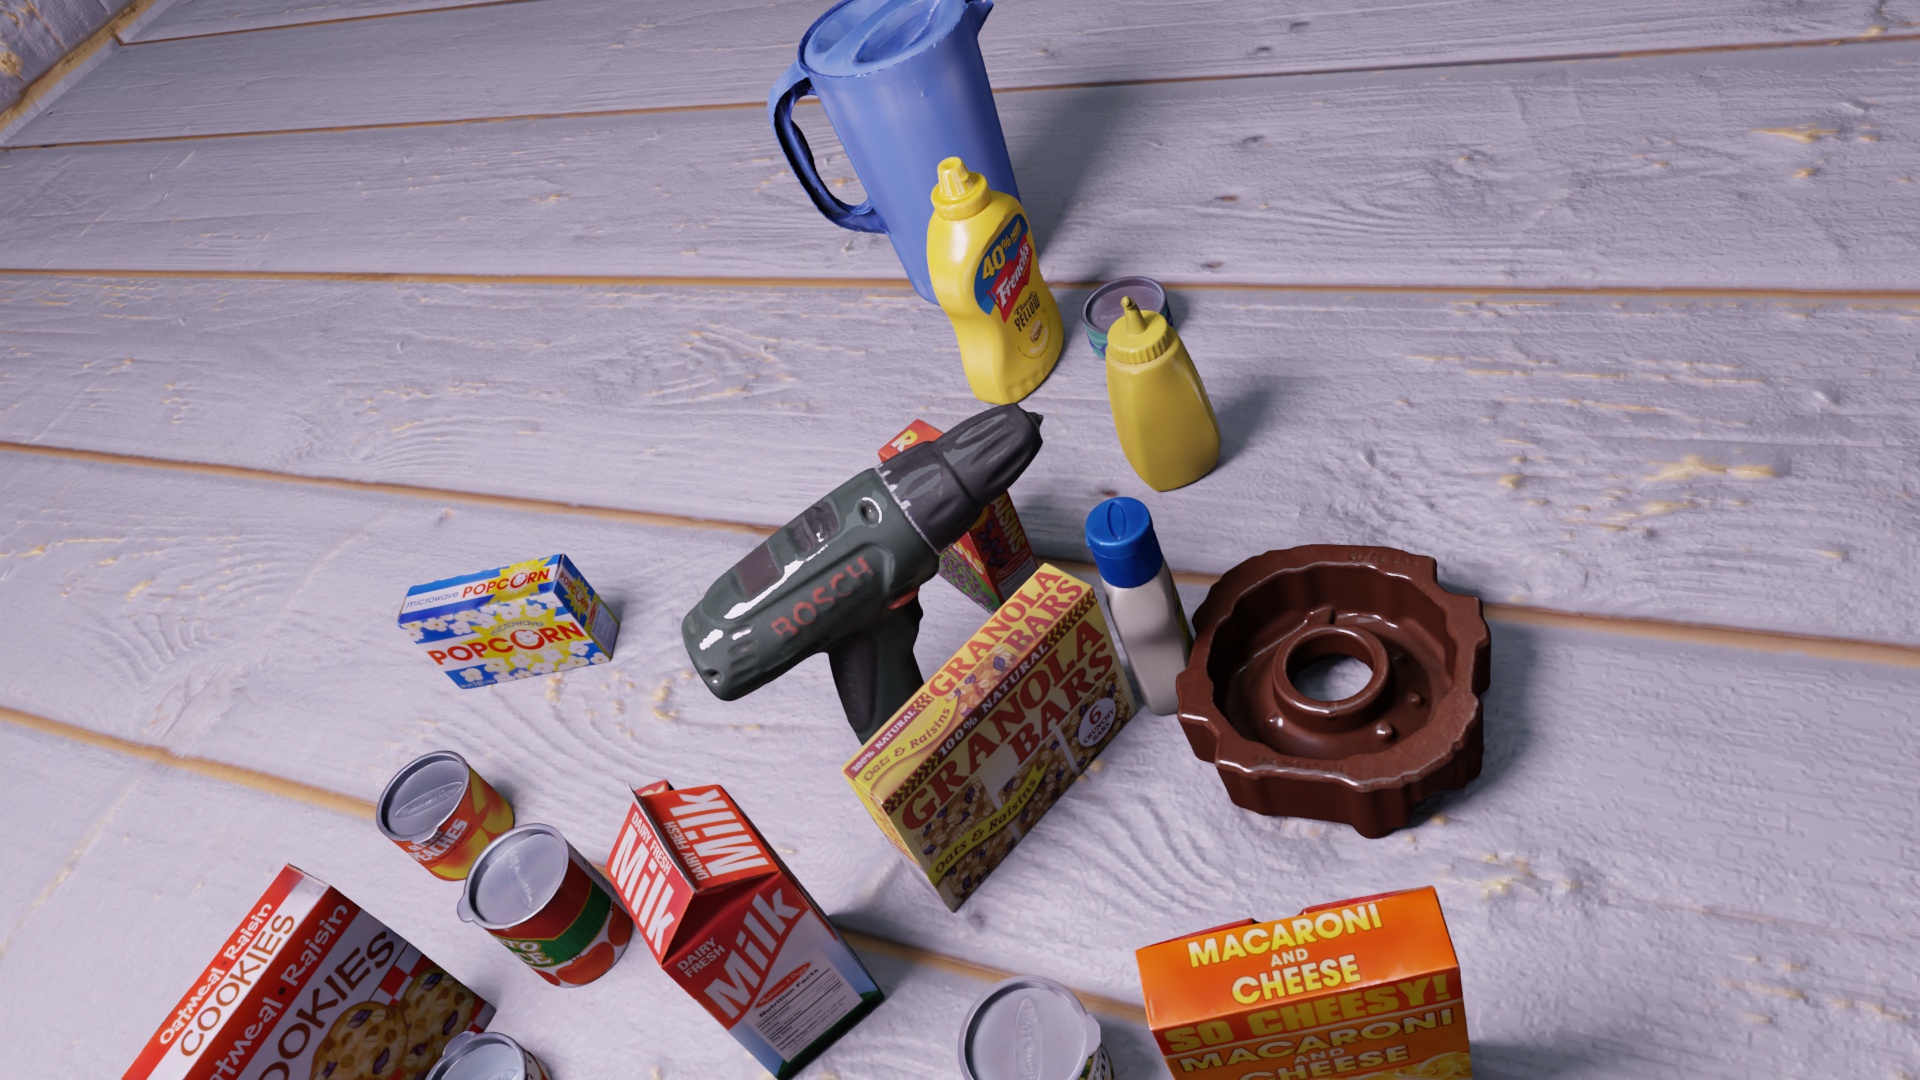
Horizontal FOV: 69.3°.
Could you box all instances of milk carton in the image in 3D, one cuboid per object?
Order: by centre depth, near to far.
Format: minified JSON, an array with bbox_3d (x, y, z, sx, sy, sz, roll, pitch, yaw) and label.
[{"bbox_3d":[-0.115,0.195,0.714,0.073,0.189,0.072,-37,46,-12],"label":"milk carton"}]

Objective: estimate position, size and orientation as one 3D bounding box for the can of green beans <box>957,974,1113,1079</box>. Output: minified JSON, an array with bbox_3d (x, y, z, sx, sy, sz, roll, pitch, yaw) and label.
[{"bbox_3d":[0.038,0.258,0.686,0.071,0.057,0.071,-12,46,13],"label":"can of green beans"}]

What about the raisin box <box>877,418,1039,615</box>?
[{"bbox_3d":[0.003,-0.011,0.901,0.040,0.123,0.086,-40,47,-15],"label":"raisin box"}]

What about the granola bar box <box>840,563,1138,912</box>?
[{"bbox_3d":[0.021,0.111,0.782,0.166,0.123,0.039,-44,48,-19],"label":"granola bar box"}]

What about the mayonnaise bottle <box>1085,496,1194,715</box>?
[{"bbox_3d":[0.106,0.036,0.798,0.041,0.147,0.065,-14,46,11],"label":"mayonnaise bottle"}]

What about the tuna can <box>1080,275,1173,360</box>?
[{"bbox_3d":[0.127,-0.166,1.056,0.071,0.032,0.071,-12,46,13],"label":"tuna can"}]

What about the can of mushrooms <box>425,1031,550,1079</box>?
[{"bbox_3d":[-0.267,0.312,0.780,0.071,0.033,0.071,-12,46,13],"label":"can of mushrooms"}]

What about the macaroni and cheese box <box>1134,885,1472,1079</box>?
[{"bbox_3d":[0.153,0.215,0.602,0.124,0.165,0.040,-15,46,9],"label":"macaroni and cheese box"}]

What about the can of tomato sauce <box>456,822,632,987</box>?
[{"bbox_3d":[-0.243,0.218,0.821,0.071,0.082,0.071,-12,46,13],"label":"can of tomato sauce"}]

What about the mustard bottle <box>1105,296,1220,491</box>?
[{"bbox_3d":[0.127,-0.102,0.907,0.065,0.159,0.049,-24,45,0],"label":"mustard bottle"}]

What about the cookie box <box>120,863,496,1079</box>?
[{"bbox_3d":[-0.345,0.272,0.755,0.040,0.166,0.123,10,54,30],"label":"cookie box"}]

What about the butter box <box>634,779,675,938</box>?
[{"bbox_3d":[-0.171,0.199,0.830,0.024,0.053,0.104,-21,45,4],"label":"butter box"}]

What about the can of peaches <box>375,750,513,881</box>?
[{"bbox_3d":[-0.337,0.183,0.910,0.071,0.057,0.071,-12,46,13],"label":"can of peaches"}]

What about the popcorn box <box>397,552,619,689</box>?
[{"bbox_3d":[-0.324,0.060,0.998,0.126,0.085,0.038,-12,46,12],"label":"popcorn box"}]
